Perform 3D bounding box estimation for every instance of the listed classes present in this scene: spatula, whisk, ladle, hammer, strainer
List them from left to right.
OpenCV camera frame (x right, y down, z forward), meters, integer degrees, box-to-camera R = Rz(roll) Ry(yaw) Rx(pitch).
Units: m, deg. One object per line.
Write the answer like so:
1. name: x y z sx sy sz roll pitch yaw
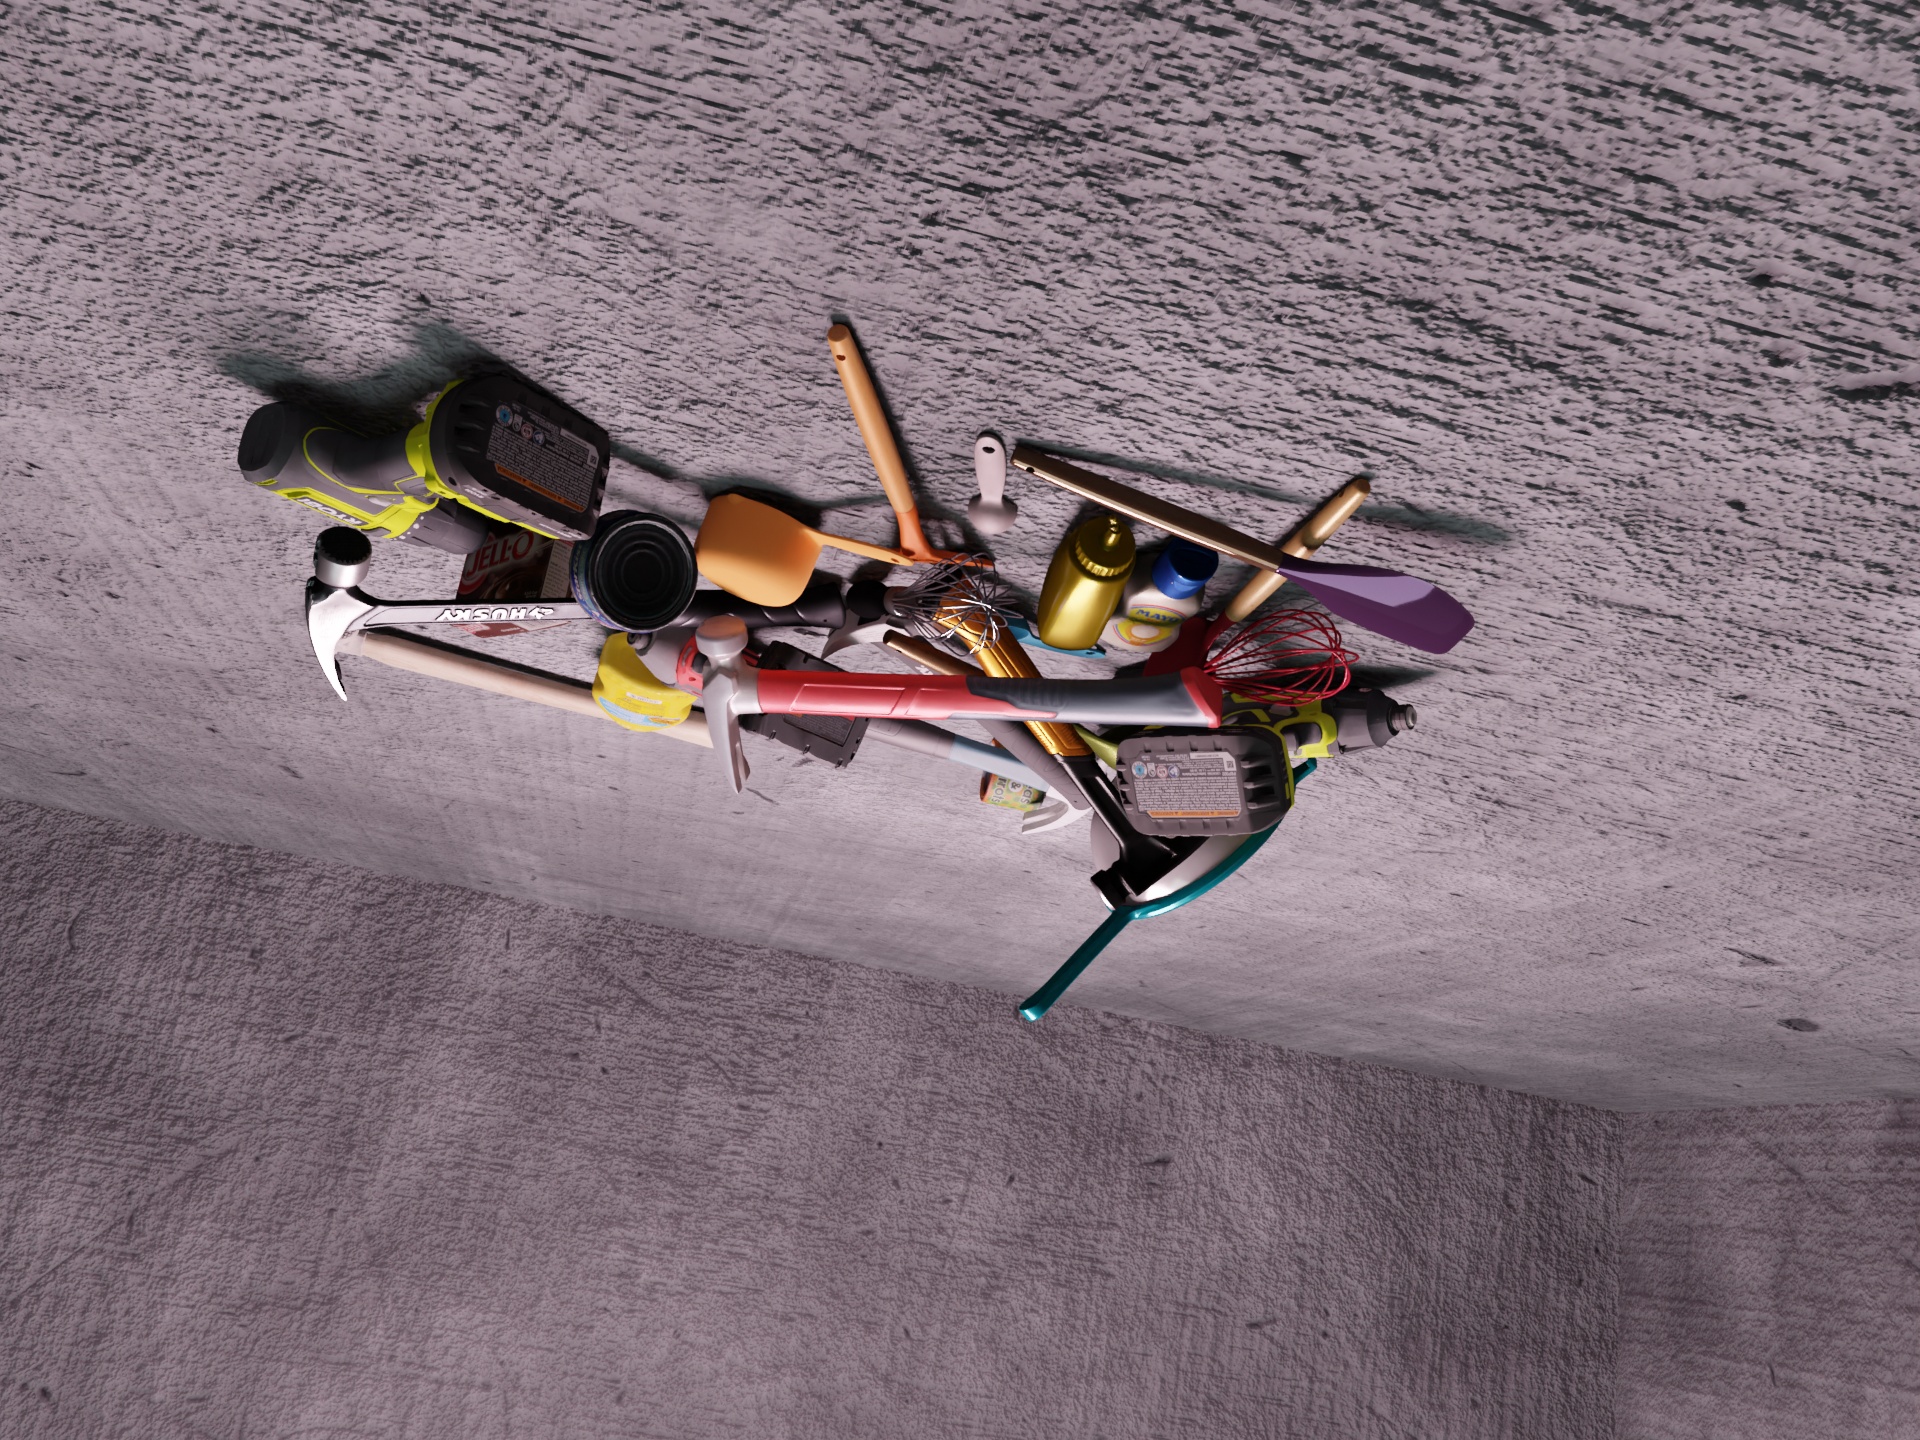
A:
1. hammer: -0.448 -0.033 1.638 0.410 0.038 0.146 15 163 -18
2. hammer: -0.267 -0.078 1.173 0.408 0.036 0.149 -3 144 -32
3. spatula: -0.041 -0.162 1.037 0.081 0.041 0.322 5 158 12
4. whisk: -0.032 -0.083 1.136 0.070 0.070 0.285 17 178 -22
5. hammer: -0.021 0.019 1.514 0.331 0.033 0.128 18 123 -5
6. hammer: -0.002 -0.004 1.177 0.386 0.038 0.143 2 122 12
7. hammer: 0.020 -0.006 1.390 0.146 0.035 0.334 -4 149 40
8. ladle: 0.064 -0.022 1.303 0.319 0.062 0.078 24 167 -37
9. hammer: 0.083 0.005 1.262 0.336 0.127 0.034 51 -178 -28
10. strainer: 0.148 0.116 1.414 0.095 0.340 0.211 51 158 -13
11. whisk: 0.201 -0.039 1.241 0.073 0.073 0.296 18 168 -25
12. spatula: 0.180 -0.111 1.010 0.316 0.018 0.059 21 144 -6
13. ladle: 0.200 -0.087 1.100 0.031 0.069 0.315 21 155 -9

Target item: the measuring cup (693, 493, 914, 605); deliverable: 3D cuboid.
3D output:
1. measuring cup: -0.114 -0.110 1.131 0.174 0.052 0.095 15 165 29

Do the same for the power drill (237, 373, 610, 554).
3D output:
1. power drill: -0.355 -0.166 1.103 0.228 0.080 0.190 0 165 34

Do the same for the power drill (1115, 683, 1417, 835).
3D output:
1. power drill: 0.237 0.020 1.232 0.171 0.080 0.223 -3 -168 39

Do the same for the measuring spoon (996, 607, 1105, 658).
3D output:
1. measuring spoon: 0.069 -0.071 1.283 0.128 0.021 0.042 11 163 -37

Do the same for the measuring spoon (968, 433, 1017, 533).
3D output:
1. measuring spoon: 0.019 -0.151 1.040 0.034 0.018 0.124 8 162 5

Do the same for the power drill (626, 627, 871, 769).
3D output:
1. power drill: -0.184 -0.034 1.354 0.143 0.078 0.220 25 176 -41
